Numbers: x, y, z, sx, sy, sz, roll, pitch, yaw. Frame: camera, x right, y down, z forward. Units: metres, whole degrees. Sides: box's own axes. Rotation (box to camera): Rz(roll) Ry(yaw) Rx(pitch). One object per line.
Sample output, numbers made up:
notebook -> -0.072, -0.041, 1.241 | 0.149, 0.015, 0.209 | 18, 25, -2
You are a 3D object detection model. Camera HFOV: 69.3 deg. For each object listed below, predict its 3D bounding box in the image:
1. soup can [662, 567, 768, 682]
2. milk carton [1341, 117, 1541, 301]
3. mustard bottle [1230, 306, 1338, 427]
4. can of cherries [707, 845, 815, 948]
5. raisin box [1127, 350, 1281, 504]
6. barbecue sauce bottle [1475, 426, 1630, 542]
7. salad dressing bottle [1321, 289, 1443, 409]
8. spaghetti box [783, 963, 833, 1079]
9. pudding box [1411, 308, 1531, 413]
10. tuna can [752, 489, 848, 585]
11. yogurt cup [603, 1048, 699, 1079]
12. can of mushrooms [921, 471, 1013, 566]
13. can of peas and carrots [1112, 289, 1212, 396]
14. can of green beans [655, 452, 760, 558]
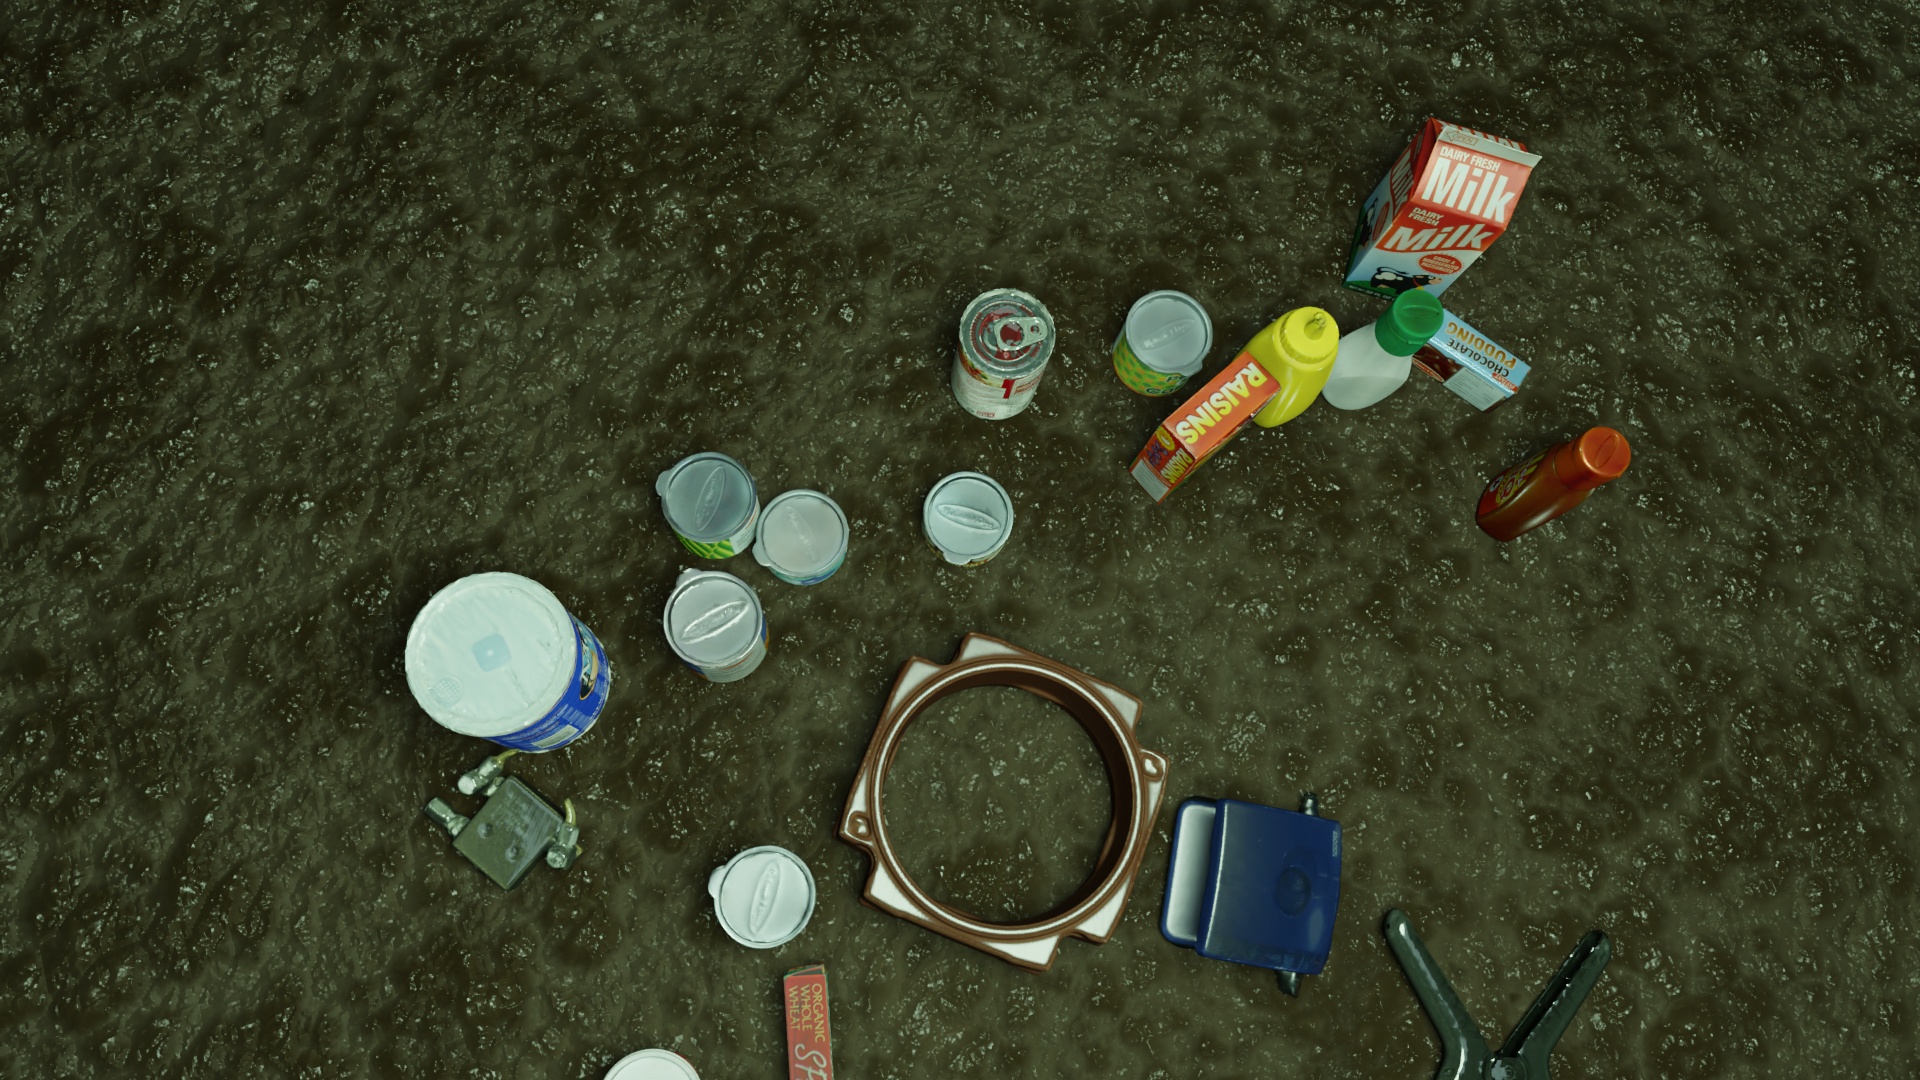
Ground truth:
soup can -> -0.170, 0.059, 0.967 | 0.071, 0.083, 0.071 | 1, 77, -4
milk carton -> 0.354, -0.248, 1.032 | 0.072, 0.190, 0.073 | 17, 76, -1
mustard bottle -> 0.241, -0.132, 1.010 | 0.049, 0.160, 0.065 | -30, 81, -11
can of cherries -> -0.133, 0.239, 0.940 | 0.071, 0.058, 0.071 | 1, 76, -5
raisin box -> 0.175, -0.080, 1.010 | 0.086, 0.123, 0.040 | -40, 83, -12
barbecue sauce bottle -> 0.431, -0.043, 1.010 | 0.044, 0.148, 0.065 | 36, 77, 4
salad dressing bottle -> 0.310, -0.140, 1.024 | 0.064, 0.147, 0.044 | 3, 77, -4
spaghetti box -> -0.093, 0.407, 0.906 | 0.029, 0.050, 0.250 | -4, 77, -6
pudding box -> 0.393, -0.139, 1.081 | 0.084, 0.049, 0.030 | 35, 77, 4
tuna can -> -0.117, -0.001, 1.013 | 0.071, 0.032, 0.071 | 1, 76, -5
yogurt cup -> -0.199, 0.365, 0.906 | 0.072, 0.054, 0.072 | 1, 76, -5
can of mushrooms -> 0.004, -0.013, 1.025 | 0.071, 0.033, 0.071 | 1, 76, -5
can of peas and carrots -> 0.154, -0.147, 1.058 | 0.071, 0.058, 0.071 | 1, 76, -5
can of green beans -> -0.178, -0.024, 1.000 | 0.071, 0.057, 0.071 | 1, 76, -5
